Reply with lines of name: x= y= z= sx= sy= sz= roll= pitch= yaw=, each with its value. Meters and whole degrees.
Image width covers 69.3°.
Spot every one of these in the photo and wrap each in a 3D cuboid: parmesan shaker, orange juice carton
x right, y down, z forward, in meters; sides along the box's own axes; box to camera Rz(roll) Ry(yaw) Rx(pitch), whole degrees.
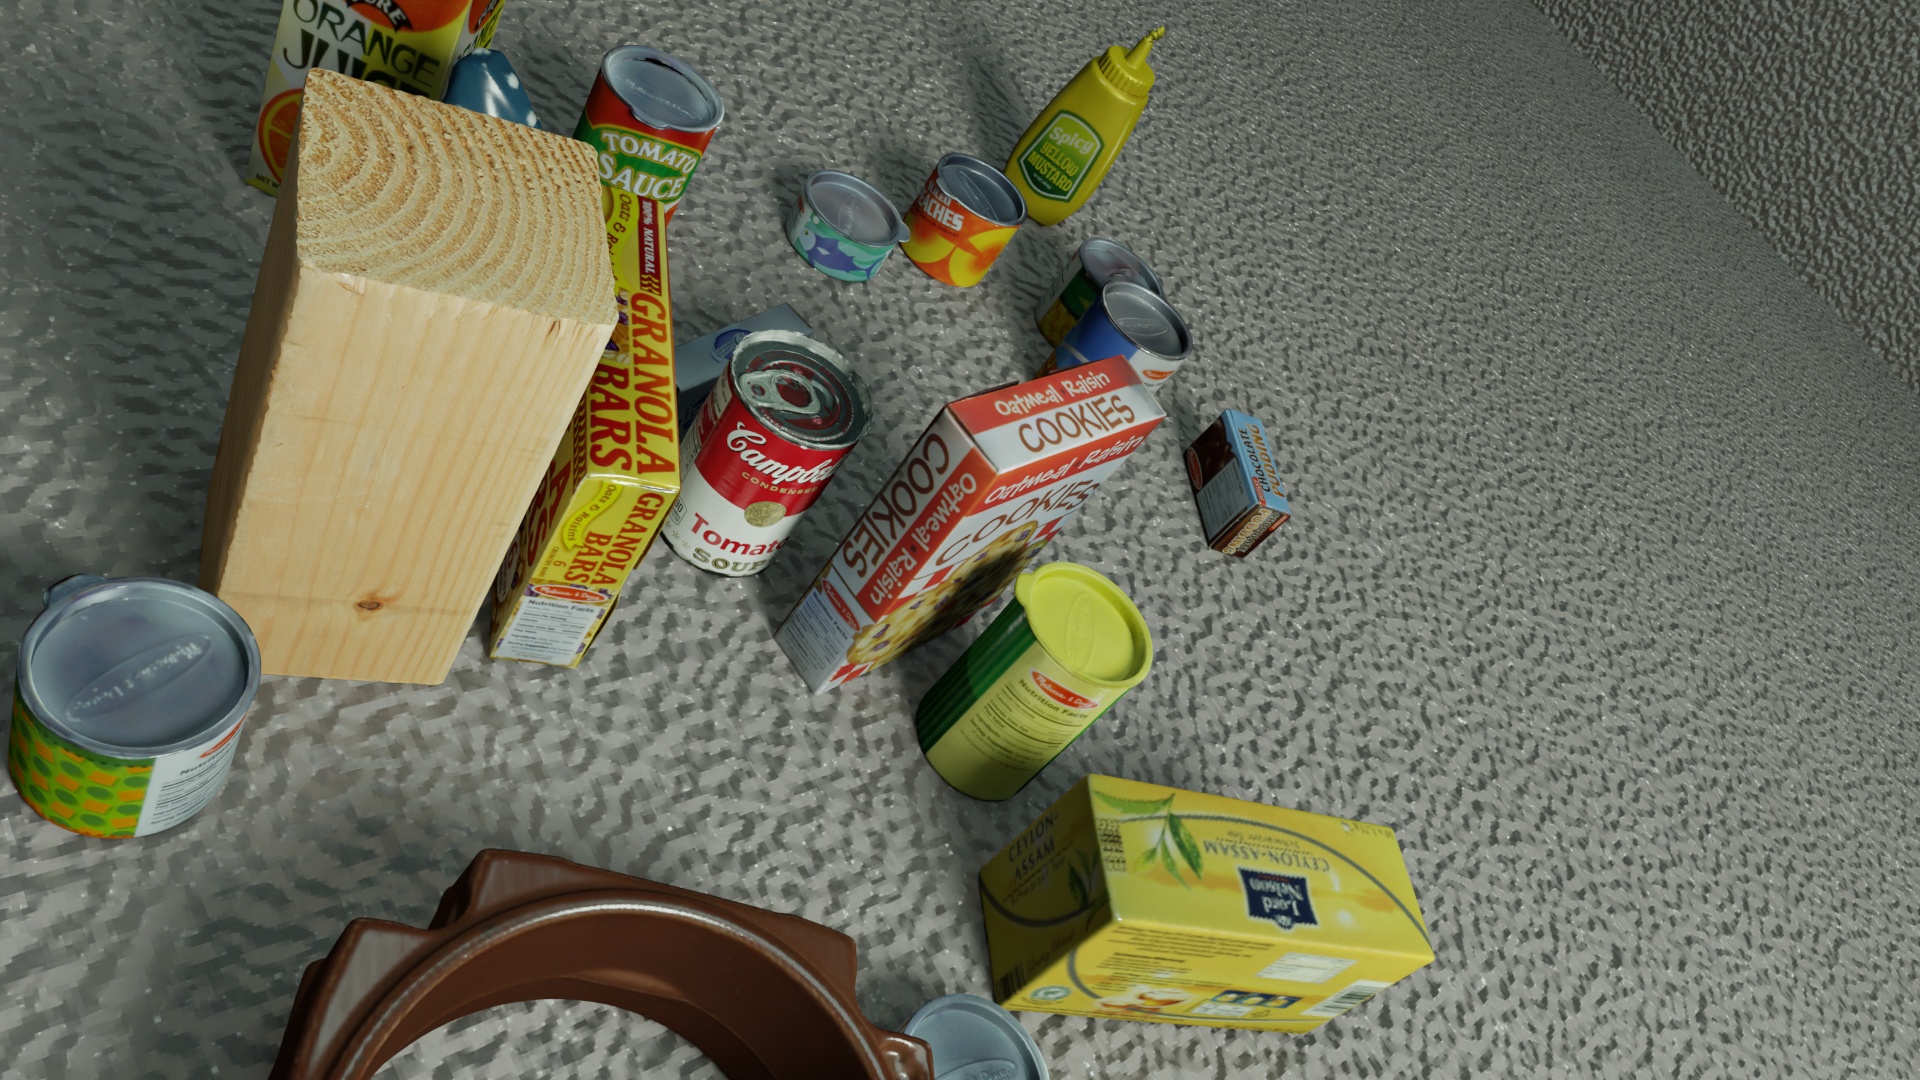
parmesan shaker: x=0.029 y=0.064 z=0.635 sx=0.071 sy=0.102 sz=0.072 roll=21 pitch=43 yaw=-21
orange juice carton: x=-0.254 y=-0.233 z=0.622 sx=0.072 sy=0.191 sz=0.073 roll=26 pitch=42 yaw=-16

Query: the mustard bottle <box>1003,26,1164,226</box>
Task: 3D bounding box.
mustard bottle: x=0.090 y=-0.294 z=0.967 sx=0.065 sy=0.159 sz=0.049 roll=37 pitch=40 yaw=-3

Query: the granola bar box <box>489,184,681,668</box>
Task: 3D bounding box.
granola bar box: x=-0.158 y=-0.049 z=0.579 sx=0.039 sy=0.123 sz=0.166 roll=12 pitch=47 yaw=-29

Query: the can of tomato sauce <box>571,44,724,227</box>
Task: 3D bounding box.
can of tomato sauce: x=-0.174 y=-0.211 z=0.748 sx=0.071 sy=0.082 sz=0.071 roll=21 pitch=43 yaw=-21

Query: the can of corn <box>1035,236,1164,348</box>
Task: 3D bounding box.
can of corn: x=0.093 y=-0.156 z=0.922 sx=0.071 sy=0.058 sz=0.071 roll=21 pitch=43 yaw=-21

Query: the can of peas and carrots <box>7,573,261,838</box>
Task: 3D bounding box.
can of peas and carrots: x=-0.270 y=0.053 z=0.450 sx=0.071 sy=0.058 sz=0.071 roll=21 pitch=43 yaw=-21

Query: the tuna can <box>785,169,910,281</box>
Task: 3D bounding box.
tuna can: x=-0.069 y=-0.191 z=0.850 sx=0.071 sy=0.032 sz=0.071 roll=21 pitch=43 yaw=-21

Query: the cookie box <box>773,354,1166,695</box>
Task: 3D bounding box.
cookie box: x=0.002 y=-0.008 z=0.631 sx=0.123 sy=0.166 sz=0.040 roll=-22 pitch=69 yaw=-47

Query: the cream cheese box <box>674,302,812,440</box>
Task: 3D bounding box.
cream cheese box: x=-0.122 y=-0.081 z=0.691 sx=0.024 sy=0.053 sz=0.104 roll=46 pitch=40 yaw=7

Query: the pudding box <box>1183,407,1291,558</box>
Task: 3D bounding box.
pudding box: x=0.174 y=-0.037 z=0.881 sx=0.030 sy=0.049 sz=0.084 roll=16 pitch=46 yaw=-26

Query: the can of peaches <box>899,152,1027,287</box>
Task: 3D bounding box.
can of peaches: x=-0.001 y=-0.206 z=0.896 sx=0.071 sy=0.057 sz=0.071 roll=21 pitch=43 yaw=-21

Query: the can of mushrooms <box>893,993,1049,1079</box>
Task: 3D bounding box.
can of mushrooms: x=-0.001 y=0.213 z=0.528 sx=0.071 sy=0.033 sz=0.071 roll=21 pitch=43 yaw=-21

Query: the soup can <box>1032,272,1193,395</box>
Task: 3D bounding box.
soup can: x=0.091 y=-0.111 z=0.859 sx=0.071 sy=0.083 sz=0.072 roll=21 pitch=43 yaw=-21
